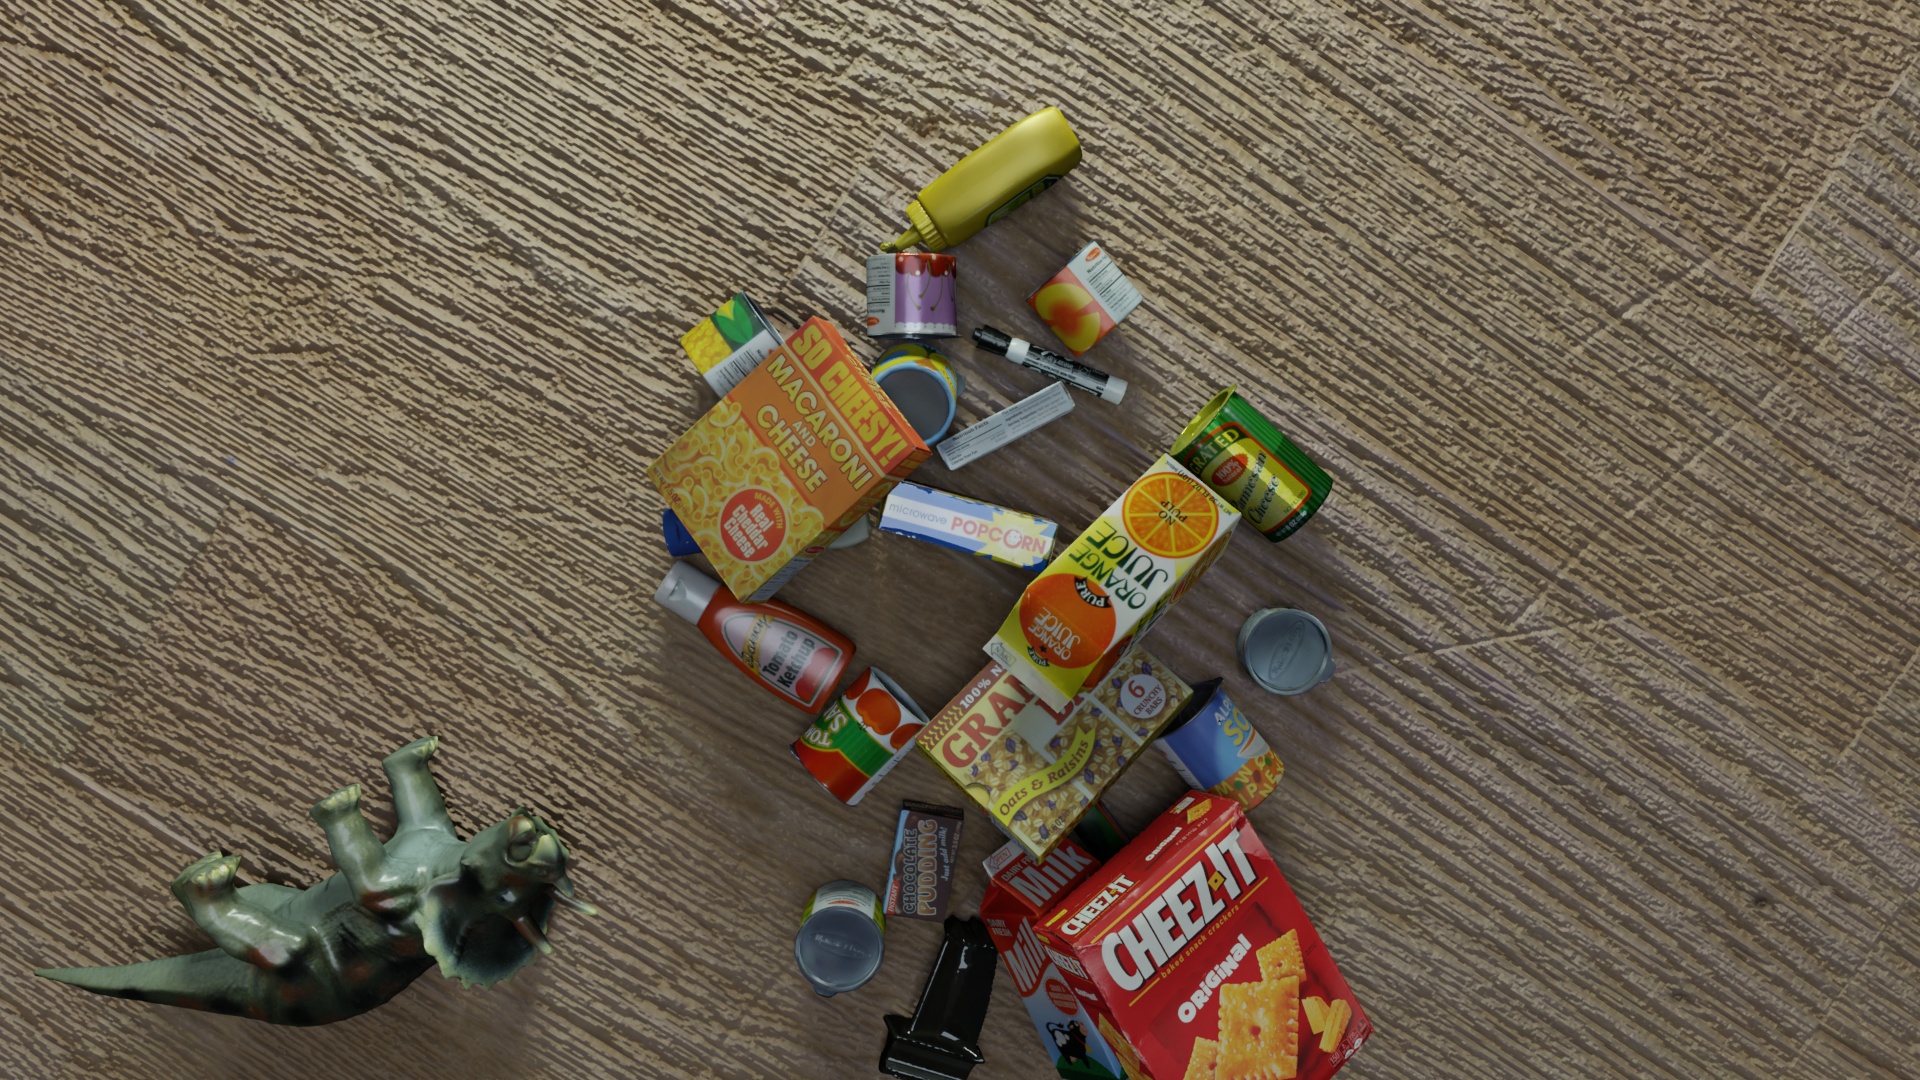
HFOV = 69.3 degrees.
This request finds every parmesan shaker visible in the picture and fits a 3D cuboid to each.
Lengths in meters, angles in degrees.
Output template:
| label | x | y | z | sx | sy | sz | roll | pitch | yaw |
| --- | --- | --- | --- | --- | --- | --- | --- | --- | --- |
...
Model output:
| label | x | y | z | sx | sy | sz | roll | pitch | yaw |
| --- | --- | --- | --- | --- | --- | --- | --- | --- | --- |
| parmesan shaker | 0.216 | -0.056 | 1.021 | 0.103 | 0.071 | 0.071 | 40 | 93 | -4 |

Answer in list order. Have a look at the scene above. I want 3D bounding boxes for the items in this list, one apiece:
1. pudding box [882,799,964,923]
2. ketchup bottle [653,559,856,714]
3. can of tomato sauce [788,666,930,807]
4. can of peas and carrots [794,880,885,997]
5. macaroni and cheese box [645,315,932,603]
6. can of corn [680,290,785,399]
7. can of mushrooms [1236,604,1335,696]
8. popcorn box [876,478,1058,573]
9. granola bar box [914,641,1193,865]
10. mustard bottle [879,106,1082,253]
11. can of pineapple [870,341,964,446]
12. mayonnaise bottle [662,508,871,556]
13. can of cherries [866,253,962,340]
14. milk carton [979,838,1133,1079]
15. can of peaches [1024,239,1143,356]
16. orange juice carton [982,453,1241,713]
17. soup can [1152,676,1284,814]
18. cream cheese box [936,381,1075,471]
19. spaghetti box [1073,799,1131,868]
| label | x | y | z | sx | sy | sz | roll | pitch | yaw |
| --- | --- | --- | --- | --- | --- | --- | --- | --- | --- |
| pudding box | -0.029 | 0.244 | 1.059 | 0.050 | 0.030 | 0.083 | 11 | 94 | -2 |
| ketchup bottle | -0.155 | 0.067 | 1.033 | 0.149 | 0.043 | 0.064 | 31 | 94 | -3 |
| can of tomato sauce | -0.074 | 0.144 | 1.030 | 0.071 | 0.071 | 0.083 | 44 | 92 | -5 |
| can of peas and carrots | -0.090 | 0.299 | 1.047 | 0.071 | 0.059 | 0.071 | 0 | 96 | -1 |
| macaroni and cheese box | -0.121 | -0.055 | 0.968 | 0.166 | 0.040 | 0.124 | -40 | 77 | 12 |
| can of corn | -0.161 | -0.139 | 1.006 | 0.058 | 0.071 | 0.071 | -37 | 95 | 2 |
| can of mushrooms | 0.247 | 0.084 | 1.052 | 0.071 | 0.033 | 0.071 | 0 | 94 | -2 |
| popcorn box | 0.004 | -0.013 | 1.010 | 0.127 | 0.085 | 0.038 | 15 | 93 | -3 |
| granola bar box | 0.068 | 0.130 | 1.007 | 0.124 | 0.039 | 0.166 | 41 | 76 | 18 |
| mustard bottle | 0.012 | -0.251 | 1.004 | 0.160 | 0.065 | 0.049 | -33 | 90 | 7 |
| can of pineapple | -0.033 | -0.106 | 1.007 | 0.071 | 0.058 | 0.070 | 0 | 113 | 1 |
| mayonnaise bottle | -0.143 | -0.017 | 1.027 | 0.148 | 0.041 | 0.064 | -10 | 94 | -1 |
| can of cherries | -0.033 | -0.176 | 1.007 | 0.071 | 0.071 | 0.058 | -1 | 94 | -2 |
| milk carton | 0.080 | 0.303 | 1.031 | 0.073 | 0.073 | 0.190 | -30 | 98 | -38 |
| can of peaches | 0.089 | -0.175 | 1.011 | 0.071 | 0.071 | 0.058 | -42 | 95 | 2 |
| orange juice carton | 0.107 | 0.034 | 0.983 | 0.072 | 0.072 | 0.193 | 41 | 69 | 17 |
| soup can | 0.194 | 0.155 | 1.040 | 0.071 | 0.071 | 0.083 | -40 | 96 | 2 |
| cream cheese box | 0.033 | -0.083 | 1.022 | 0.104 | 0.053 | 0.024 | -27 | 94 | 0 |
| spaghetti box | 0.133 | 0.257 | 1.055 | 0.028 | 0.050 | 0.250 | -36 | 95 | 3 |
